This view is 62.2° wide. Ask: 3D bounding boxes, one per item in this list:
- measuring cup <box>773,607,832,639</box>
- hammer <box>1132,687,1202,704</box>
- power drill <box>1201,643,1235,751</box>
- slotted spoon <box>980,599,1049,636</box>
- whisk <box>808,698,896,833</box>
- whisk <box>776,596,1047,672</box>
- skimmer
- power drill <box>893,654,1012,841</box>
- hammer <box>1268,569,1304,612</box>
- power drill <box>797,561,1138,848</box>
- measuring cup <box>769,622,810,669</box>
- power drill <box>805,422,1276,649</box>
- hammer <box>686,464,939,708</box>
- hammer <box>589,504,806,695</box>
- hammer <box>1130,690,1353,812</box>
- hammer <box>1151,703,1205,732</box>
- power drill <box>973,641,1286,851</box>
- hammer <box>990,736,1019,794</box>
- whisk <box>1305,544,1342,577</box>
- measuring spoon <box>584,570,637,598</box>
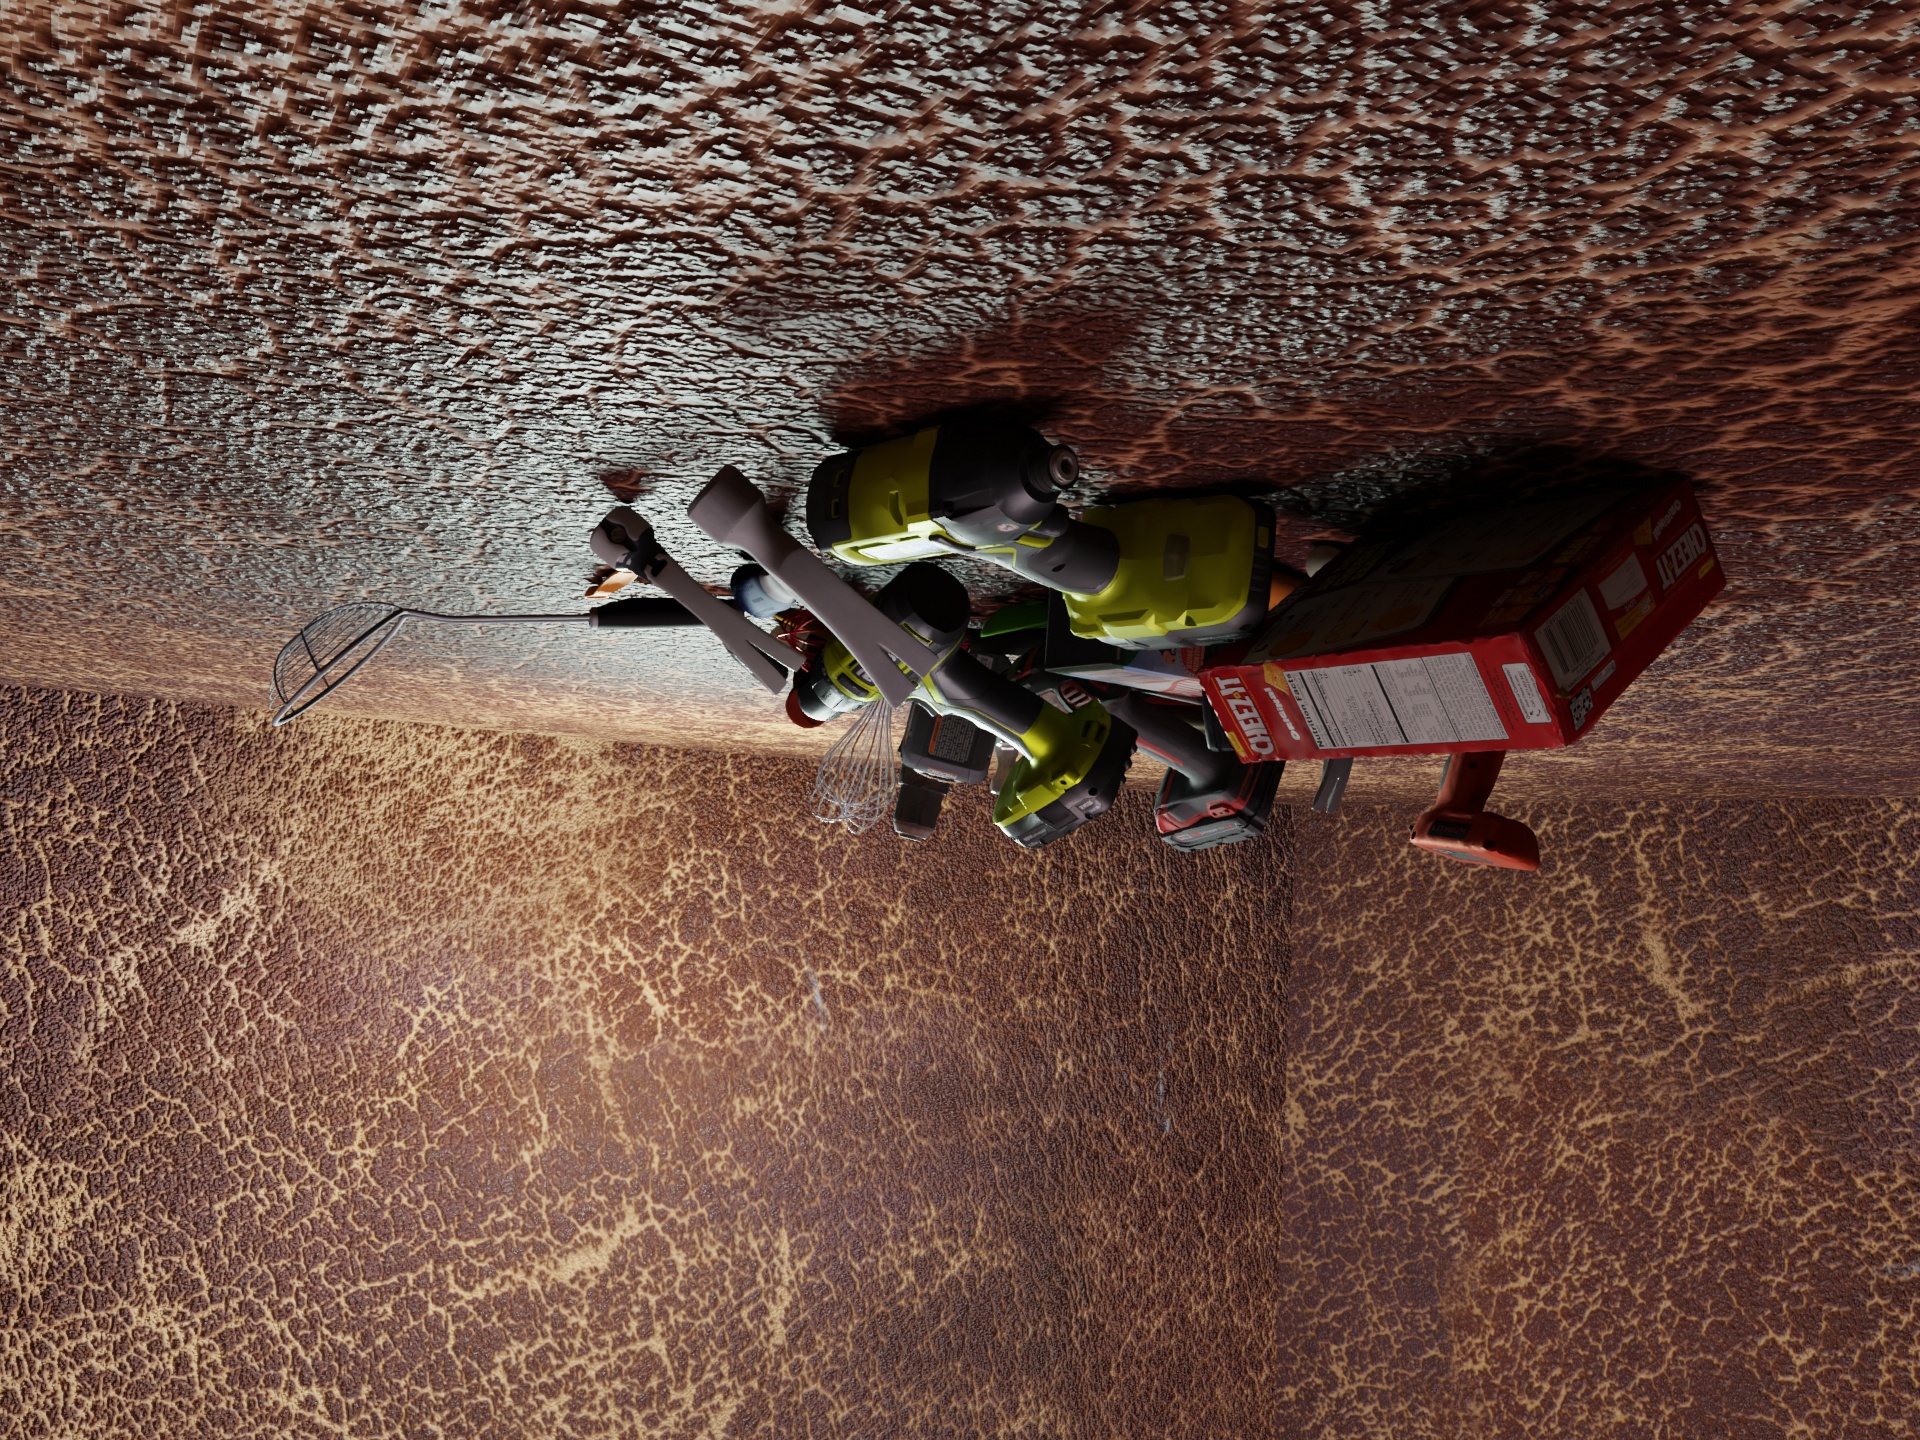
[{"bbox_3d":[-0.097,-0.080,1.320,0.156,0.062,0.029,22,123,-31],"label":"measuring cup"},{"bbox_3d":[0.280,-0.027,1.279,0.149,0.037,0.359,8,178,-41],"label":"hammer"},{"bbox_3d":[0.266,-0.020,1.027,0.143,0.078,0.220,-1,180,-37],"label":"power drill"},{"bbox_3d":[0.157,-0.070,1.295,0.313,0.031,0.070,4,174,-29],"label":"slotted spoon"},{"bbox_3d":[-0.069,0.000,1.328,0.070,0.070,0.285,3,-148,8],"label":"whisk"},{"bbox_3d":[-0.013,-0.066,1.307,0.295,0.073,0.073,-1,177,-30],"label":"whisk"},{"bbox_3d":[-0.349,-0.050,1.252,0.363,0.090,0.127,-3,176,-19],"label":"skimmer"},{"bbox_3d":[-0.018,0.020,1.461,0.084,0.185,0.226,15,175,-5],"label":"power drill"},{"bbox_3d":[0.264,-0.075,1.132,0.127,0.034,0.336,0,174,36],"label":"hammer"},{"bbox_3d":[-0.002,-0.004,1.182,0.228,0.080,0.190,36,142,-15],"label":"power drill"},{"bbox_3d":[-0.104,-0.063,1.469,0.167,0.038,0.083,6,174,-43],"label":"measuring cup"},{"bbox_3d":[0.055,-0.097,0.826,0.223,0.080,0.171,12,171,-39],"label":"power drill"},{"bbox_3d":[-0.105,-0.076,0.957,0.144,0.035,0.405,42,175,-10],"label":"hammer"},{"bbox_3d":[-0.162,-0.060,1.166,0.149,0.036,0.409,39,177,3],"label":"hammer"},{"bbox_3d":[0.208,0.002,1.523,0.038,0.143,0.386,12,174,-41],"label":"hammer"},{"bbox_3d":[0.209,-0.001,1.350,0.130,0.031,0.331,8,178,-44],"label":"hammer"},{"bbox_3d":[0.127,0.016,1.284,0.226,0.080,0.188,33,154,-19],"label":"power drill"},{"bbox_3d":[0.059,-0.007,1.519,0.033,0.128,0.331,3,172,-3],"label":"hammer"},{"bbox_3d":[0.306,-0.079,1.052,0.246,0.058,0.059,12,135,-42],"label":"whisk"},{"bbox_3d":[-0.272,-0.110,1.240,0.021,0.011,0.117,-2,174,-27],"label":"measuring spoon"}]
